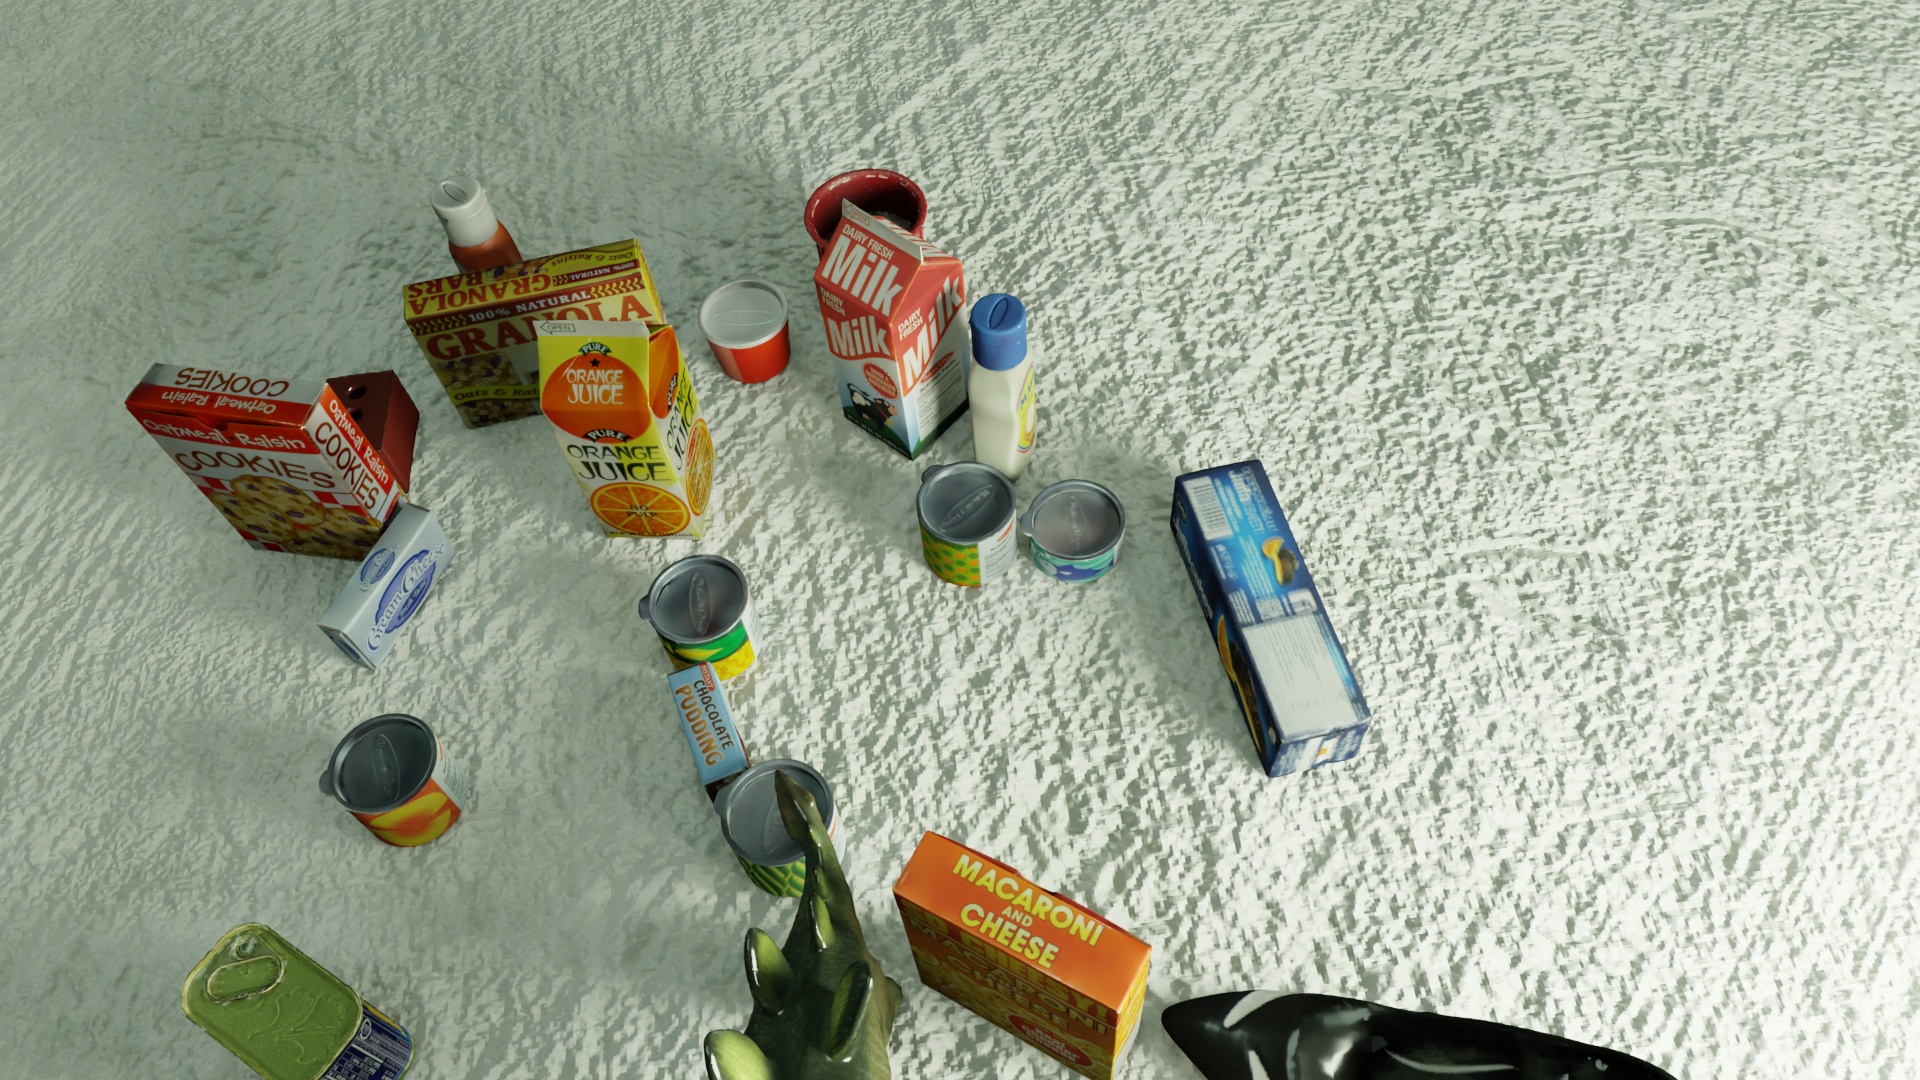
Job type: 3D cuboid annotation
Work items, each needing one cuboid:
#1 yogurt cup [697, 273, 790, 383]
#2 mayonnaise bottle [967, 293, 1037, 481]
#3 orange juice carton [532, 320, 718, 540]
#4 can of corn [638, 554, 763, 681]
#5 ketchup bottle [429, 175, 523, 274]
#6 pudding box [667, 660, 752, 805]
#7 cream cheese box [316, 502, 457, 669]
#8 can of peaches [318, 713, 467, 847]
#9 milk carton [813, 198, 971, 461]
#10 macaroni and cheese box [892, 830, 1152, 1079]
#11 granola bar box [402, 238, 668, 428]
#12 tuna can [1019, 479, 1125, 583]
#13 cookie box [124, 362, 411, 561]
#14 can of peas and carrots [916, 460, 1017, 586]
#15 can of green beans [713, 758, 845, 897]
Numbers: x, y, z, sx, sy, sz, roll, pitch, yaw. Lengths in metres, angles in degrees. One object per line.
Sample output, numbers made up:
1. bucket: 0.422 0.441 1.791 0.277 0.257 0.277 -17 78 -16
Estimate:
1. yogurt cup: -0.159 -0.156 1.048 0.072 0.053 0.073 -2 57 3
2. mayonnaise bottle: 0.029 -0.105 0.946 0.041 0.147 0.065 13 59 13
3. orange juice carton: -0.220 -0.082 0.921 0.072 0.191 0.073 2 57 5
4. can of corn: -0.169 0.052 0.909 0.071 0.058 0.071 -2 57 3
5. ketchup bottle: -0.351 -0.206 1.038 0.065 0.148 0.044 37 66 24
6. pudding box: -0.153 0.123 0.867 0.030 0.049 0.084 -21 58 -9
7. cream cheese box: -0.386 0.031 0.941 0.024 0.053 0.104 17 60 15
8. can of peaches: -0.348 0.150 0.858 0.071 0.057 0.071 -2 57 3
9. milk carton: -0.044 -0.149 0.954 0.072 0.189 0.074 35 66 23
10. macaroni and cheese box: 0.033 0.220 0.721 0.124 0.165 0.040 24 62 18
11. granola bar box: -0.299 -0.148 1.011 0.166 0.123 0.039 -13 57 -4
12. tuna can: 0.076 -0.006 0.946 0.071 0.032 0.071 -2 57 3
13. cookie box: -0.450 -0.046 0.928 0.123 0.166 0.040 7 58 8
14. can of peas and carrots: 0.003 -0.012 0.940 0.071 0.058 0.071 -2 57 3
15. can of green beans: -0.104 0.172 0.827 0.071 0.057 0.071 -2 57 3
